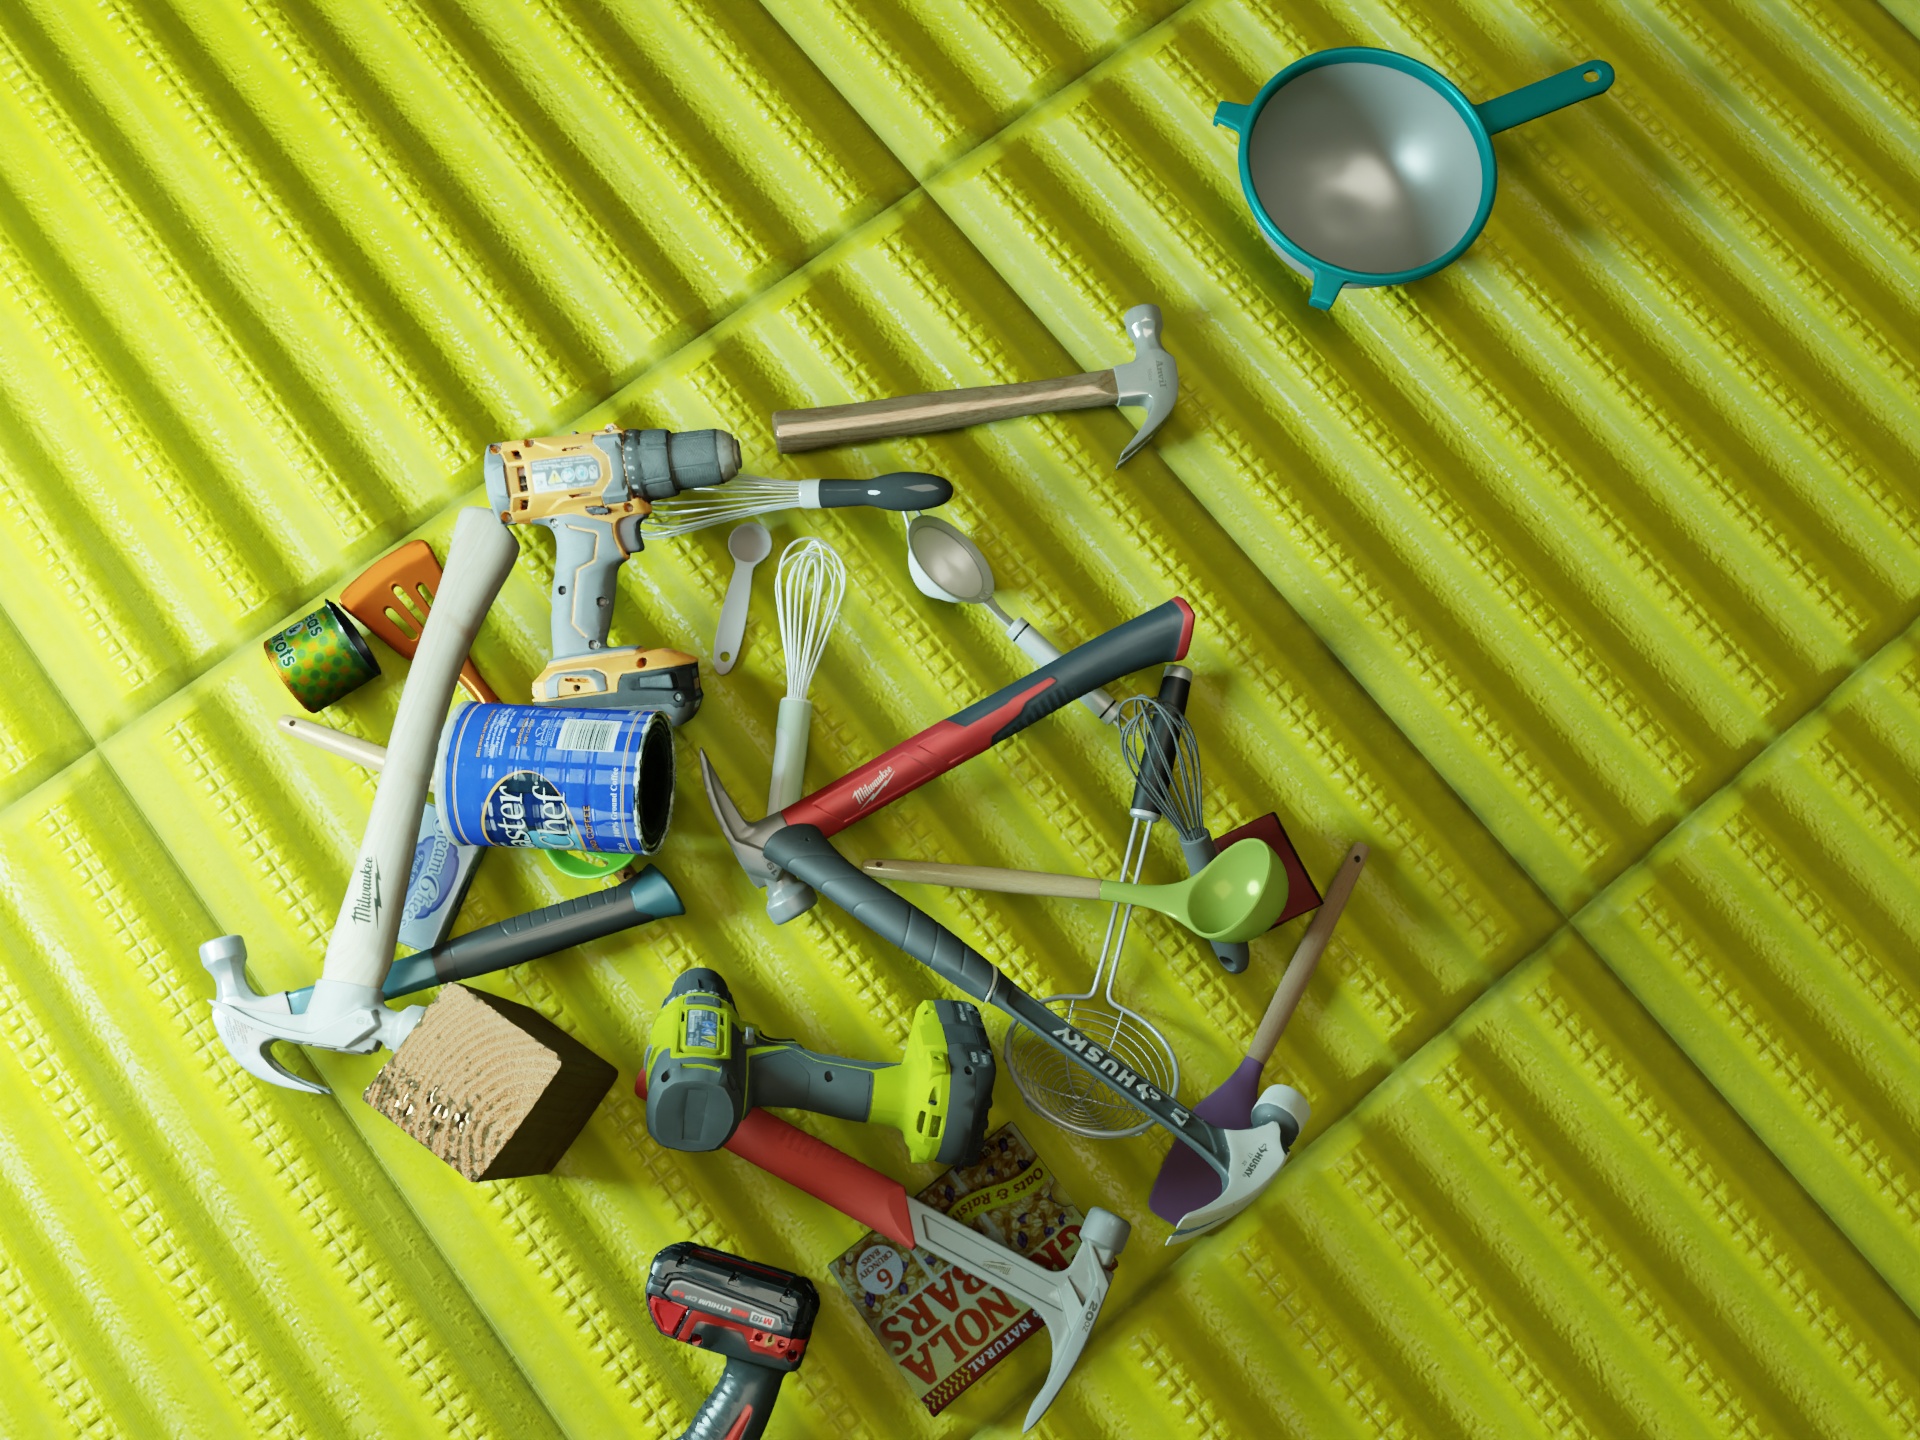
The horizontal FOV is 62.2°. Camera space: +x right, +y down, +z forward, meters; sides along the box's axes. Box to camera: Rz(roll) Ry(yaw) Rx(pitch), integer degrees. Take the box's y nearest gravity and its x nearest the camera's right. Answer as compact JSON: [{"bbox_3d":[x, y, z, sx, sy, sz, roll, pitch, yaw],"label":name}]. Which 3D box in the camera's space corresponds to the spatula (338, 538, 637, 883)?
[{"bbox_3d":[-0.343,0.005,1.206,0.081,0.041,0.323,-39,81,-11],"label":"spatula"}]

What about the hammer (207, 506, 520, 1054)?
[{"bbox_3d":[-0.407,0.031,1.149,0.146,0.038,0.411,9,70,0],"label":"hammer"}]

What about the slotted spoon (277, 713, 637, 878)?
[{"bbox_3d":[-0.374,0.049,1.184,0.314,0.031,0.070,19,65,12],"label":"slotted spoon"}]

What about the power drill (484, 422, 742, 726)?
[{"bbox_3d":[-0.244,-0.107,1.182,0.185,0.084,0.226,-8,95,0],"label":"power drill"}]

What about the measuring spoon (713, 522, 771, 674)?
[{"bbox_3d":[-0.175,-0.095,1.254,0.034,0.018,0.124,11,82,2],"label":"measuring spoon"}]

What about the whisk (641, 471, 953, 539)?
[{"bbox_3d":[-0.145,-0.175,1.228,0.284,0.070,0.070,0,75,9],"label":"whisk"}]

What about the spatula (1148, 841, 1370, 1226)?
[{"bbox_3d":[0.232,0.230,1.176,0.060,0.018,0.316,28,77,5],"label":"spatula"}]

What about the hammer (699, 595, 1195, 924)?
[{"bbox_3d":[-0.002,-0.004,1.185,0.386,0.038,0.143,-29,93,-7],"label":"hammer"}]

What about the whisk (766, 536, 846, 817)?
[{"bbox_3d":[-0.125,-0.022,1.218,0.059,0.058,0.246,13,77,-34],"label":"whisk"}]

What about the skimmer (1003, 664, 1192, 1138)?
[{"bbox_3d":[0.126,0.122,1.163,0.127,0.090,0.363,15,75,2],"label":"skimmer"}]

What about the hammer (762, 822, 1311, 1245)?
[{"bbox_3d":[0.032,0.192,1.071,0.409,0.036,0.149,33,39,16],"label":"hammer"}]

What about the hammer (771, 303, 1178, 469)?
[{"bbox_3d":[0.014,-0.253,1.290,0.331,0.031,0.130,-9,75,-4],"label":"hammer"}]

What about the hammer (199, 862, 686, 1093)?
[{"bbox_3d":[-0.363,0.171,1.143,0.331,0.033,0.128,-17,81,-9],"label":"hammer"}]

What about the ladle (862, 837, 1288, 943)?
[{"bbox_3d":[0.073,0.111,1.133,0.320,0.062,0.078,3,51,22],"label":"ladle"}]

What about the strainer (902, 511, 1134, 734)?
[{"bbox_3d":[0.037,-0.075,1.239,0.258,0.050,0.087,42,34,3],"label":"strainer"}]

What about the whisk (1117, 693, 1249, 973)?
[{"bbox_3d":[0.166,0.085,1.145,0.055,0.055,0.238,-25,111,-8],"label":"whisk"}]

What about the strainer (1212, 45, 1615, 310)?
[{"bbox_3d":[0.382,-0.463,1.325,0.340,0.095,0.211,-24,80,-10],"label":"strainer"}]

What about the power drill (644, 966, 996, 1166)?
[{"bbox_3d":[-0.101,0.232,1.098,0.228,0.191,0.080,8,105,-10],"label":"power drill"}]

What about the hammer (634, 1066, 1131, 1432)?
[{"bbox_3d":[-0.072,0.334,1.095,0.359,0.036,0.149,24,71,15],"label":"hammer"}]

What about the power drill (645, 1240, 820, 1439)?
[{"bbox_3d":[-0.204,0.475,1.071,0.188,0.080,0.227,16,78,3],"label":"power drill"}]
